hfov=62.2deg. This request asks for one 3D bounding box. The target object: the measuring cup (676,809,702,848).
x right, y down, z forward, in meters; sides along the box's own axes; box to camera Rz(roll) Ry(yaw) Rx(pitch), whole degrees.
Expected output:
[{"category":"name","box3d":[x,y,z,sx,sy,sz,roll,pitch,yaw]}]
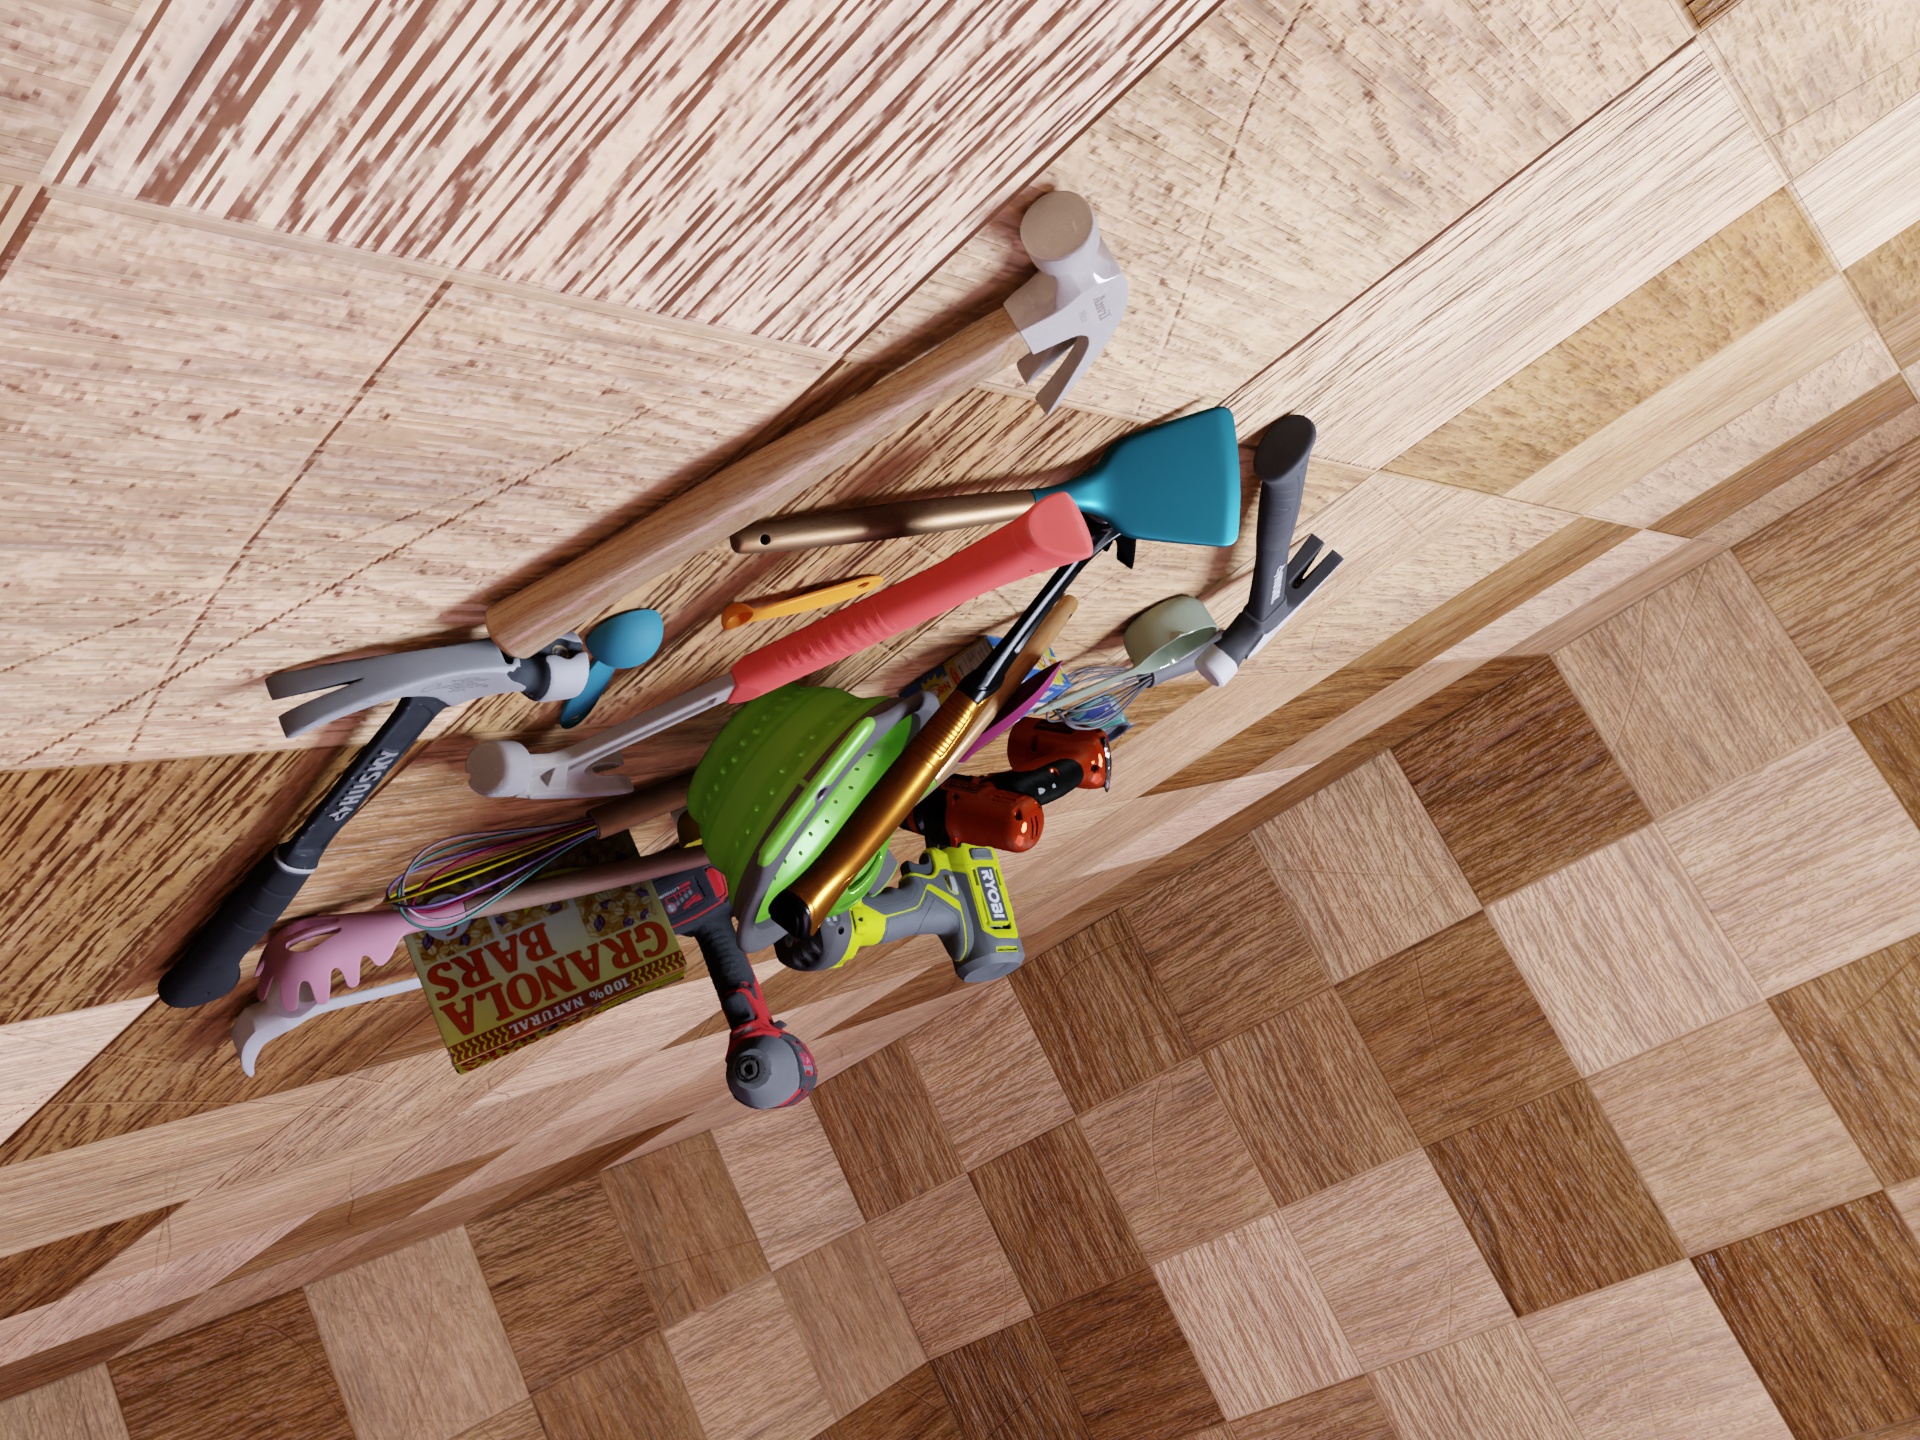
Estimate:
[{"category":"measuring cup","box3d":[-0.209,0.091,1.169,0.156,0.029,0.062,-24,163,39]}]

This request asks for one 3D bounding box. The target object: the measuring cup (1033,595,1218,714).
[{"category":"measuring cup","box3d":[0.130,-0.054,1.311,0.167,0.038,0.083,-25,166,-1]}]

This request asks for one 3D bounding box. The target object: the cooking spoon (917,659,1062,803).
[{"category":"cooking spoon","box3d":[-0.014,0.037,1.213,0.319,0.017,0.069,-41,-173,49]}]

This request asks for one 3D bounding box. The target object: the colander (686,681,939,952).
[{"category":"colander","box3d":[-0.105,0.062,1.111,0.204,0.094,0.397,-53,169,-9]}]

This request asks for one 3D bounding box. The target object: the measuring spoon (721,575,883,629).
[{"category":"measuring spoon","box3d":[-0.090,-0.071,0.912,0.117,0.011,0.021,-19,164,-41]}]

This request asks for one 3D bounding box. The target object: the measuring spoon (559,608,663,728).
[{"category":"measuring spoon","box3d":[-0.194,-0.019,0.872,0.042,0.021,0.128,-16,161,-37]}]

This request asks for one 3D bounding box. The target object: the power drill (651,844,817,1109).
[{"category":"power drill","box3d":[-0.189,0.211,1.289,0.078,0.220,0.143,-27,166,0]}]

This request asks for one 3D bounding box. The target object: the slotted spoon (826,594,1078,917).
[{"category":"slotted spoon","box3d":[-0.007,0.020,1.081,0.314,0.031,0.070,-51,166,-27]}]

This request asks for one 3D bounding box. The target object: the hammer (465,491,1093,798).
[{"category":"hammer","box3d":[-0.091,-0.033,0.878,0.359,0.037,0.149,-23,171,19]}]

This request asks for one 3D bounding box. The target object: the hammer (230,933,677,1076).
[{"category":"hammer","box3d":[-0.381,0.197,1.274,0.144,0.035,0.405,-38,162,35]}]

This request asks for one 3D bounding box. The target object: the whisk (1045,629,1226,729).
[{"category":"whisk","box3d":[0.165,-0.043,1.407,0.239,0.055,0.055,-22,166,-37]}]

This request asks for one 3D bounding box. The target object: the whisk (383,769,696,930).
[{"category":"whisk","box3d":[-0.263,0.078,1.059,0.245,0.051,0.047,-21,159,-33]}]

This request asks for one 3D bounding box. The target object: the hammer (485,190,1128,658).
[{"category":"hammer","box3d":[-0.073,-0.119,0.727,0.331,0.031,0.130,-29,165,9]}]

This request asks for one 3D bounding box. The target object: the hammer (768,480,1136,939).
[{"category":"hammer","box3d":[-0.002,-0.003,0.986,0.337,0.034,0.127,-51,168,-5]}]

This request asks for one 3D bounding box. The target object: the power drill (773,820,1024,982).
[{"category":"power drill","box3d":[-0.059,0.135,1.400,0.228,0.191,0.080,4,149,-38]}]

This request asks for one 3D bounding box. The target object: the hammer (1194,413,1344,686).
[{"category":"hammer","box3d":[0.235,-0.134,1.174,0.146,0.035,0.334,-45,162,-8]}]

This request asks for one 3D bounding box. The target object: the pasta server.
[{"category":"pasta server","box3d":[-0.304,0.125,1.062,0.316,0.060,0.040,-12,132,-24]}]

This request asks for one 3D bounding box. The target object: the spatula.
[{"category":"spatula","box3d":[0.022,-0.118,0.870,0.317,0.082,0.044,-13,-165,-33]}]

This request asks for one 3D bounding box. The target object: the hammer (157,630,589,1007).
[{"category":"hammer","box3d":[-0.360,0.069,0.865,0.149,0.036,0.409,-9,157,-48]}]

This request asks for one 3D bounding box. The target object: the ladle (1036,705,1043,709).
[{"category":"ladle","box3d":[-0.048,0.037,1.275,0.320,0.062,0.078,-20,164,-36]}]
